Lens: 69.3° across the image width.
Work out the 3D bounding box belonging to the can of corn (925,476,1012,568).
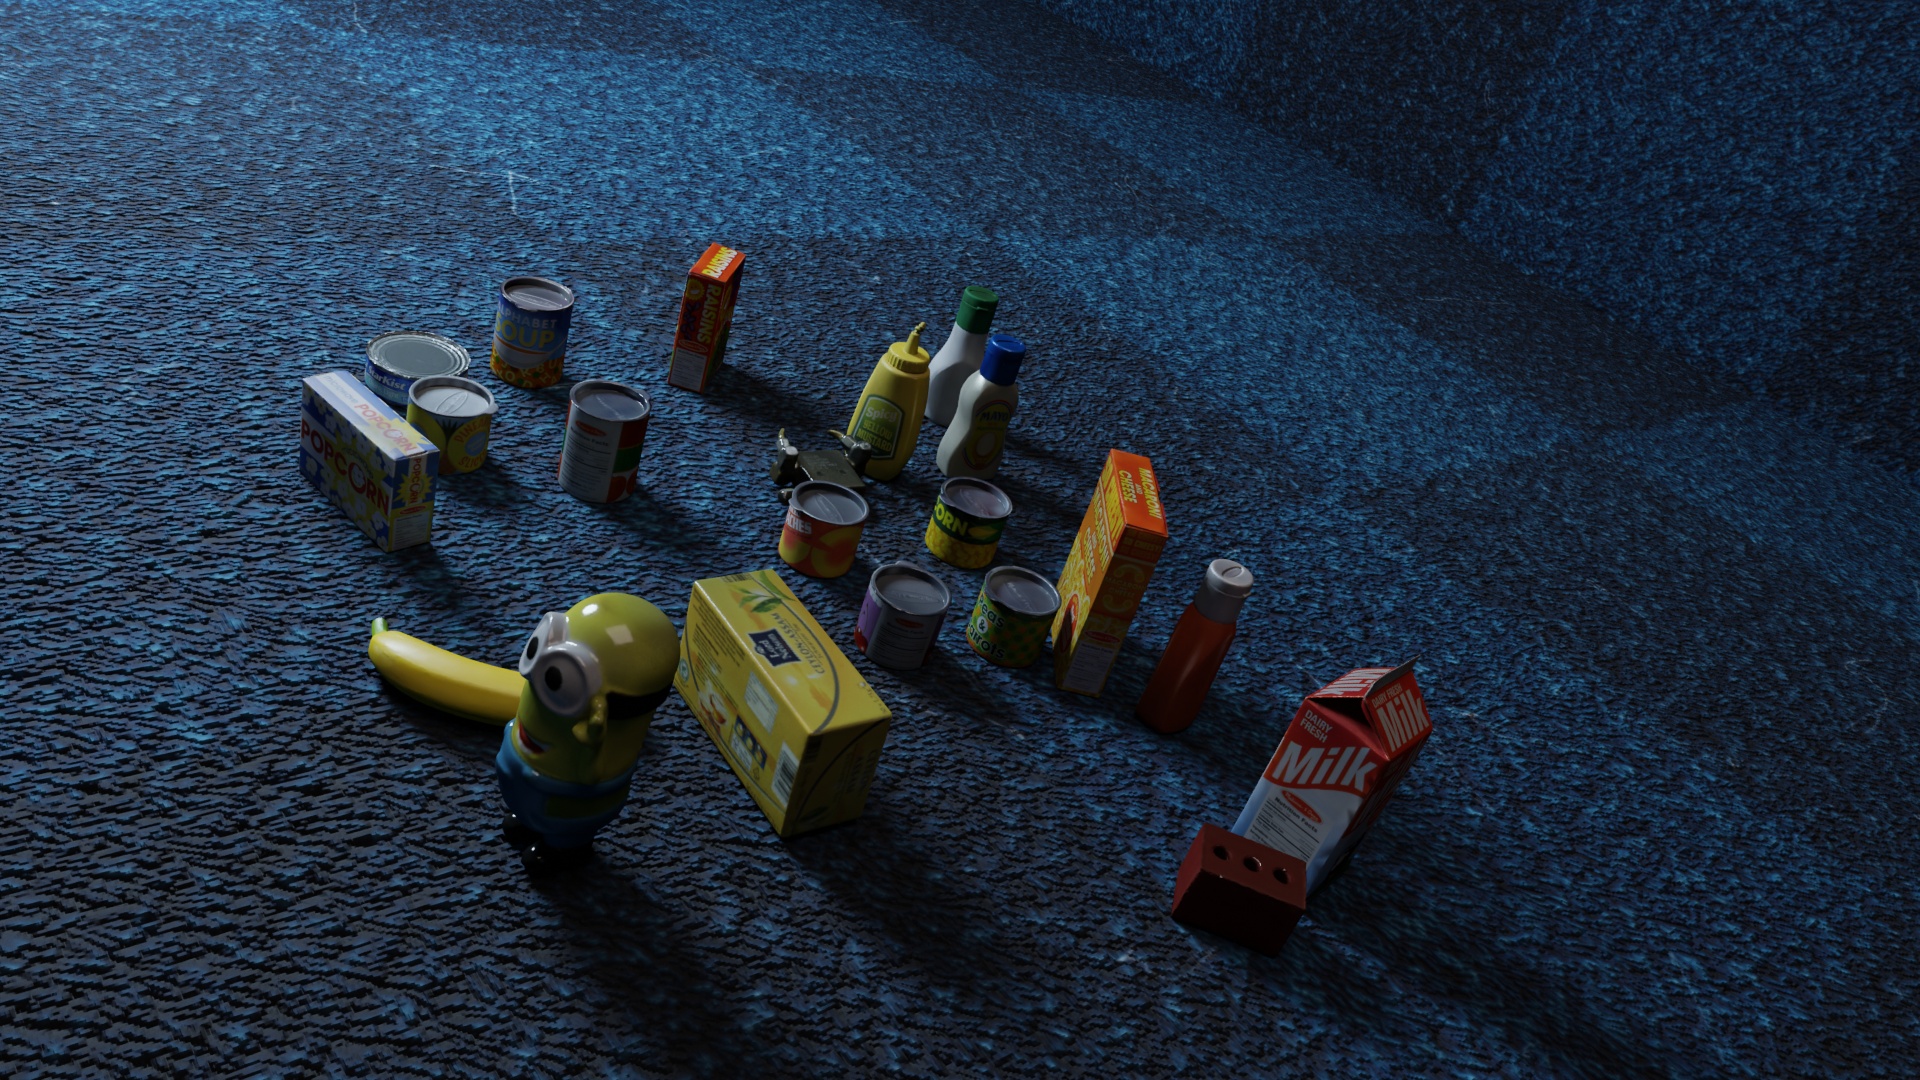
[{"bbox_3d":[0.004,-0.016,1.255,0.071,0.058,0.071,14,31,-9],"label":"can of corn"}]

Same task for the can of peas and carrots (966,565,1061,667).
[{"bbox_3d":[0.042,0.064,1.149,0.071,0.058,0.071,14,31,-9],"label":"can of peas and carrots"}]

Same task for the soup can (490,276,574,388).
[{"bbox_3d":[-0.398,-0.191,1.284,0.071,0.083,0.072,14,31,-9],"label":"soup can"}]

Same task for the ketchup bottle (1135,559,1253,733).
[{"bbox_3d":[0.191,0.085,1.112,0.043,0.148,0.065,37,35,27],"label":"ketchup bottle"}]

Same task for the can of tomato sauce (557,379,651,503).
[{"bbox_3d":[-0.299,-0.084,1.169,0.071,0.082,0.071,14,31,-9],"label":"can of tomato sauce"}]

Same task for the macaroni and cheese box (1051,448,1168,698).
[{"bbox_3d":[0.120,0.026,1.148,0.040,0.165,0.124,14,31,-9],"label":"macaroni and cheese box"}]

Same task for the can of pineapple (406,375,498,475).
[{"bbox_3d":[-0.420,-0.094,1.143,0.071,0.057,0.071,14,31,-9],"label":"can of pineapple"}]

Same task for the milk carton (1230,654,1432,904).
[{"bbox_3d":[0.269,0.163,0.991,0.073,0.189,0.072,38,35,29],"label":"milk carton"}]

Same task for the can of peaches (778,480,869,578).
[{"bbox_3d":[-0.119,-0.009,1.176,0.071,0.057,0.071,14,31,-9],"label":"can of peaches"}]

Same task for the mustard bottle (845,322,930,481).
[{"bbox_3d":[-0.062,-0.135,1.308,0.065,0.159,0.049,25,31,9],"label":"mustard bottle"}]

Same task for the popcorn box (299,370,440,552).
[{"bbox_3d":[-0.448,-0.061,1.048,0.127,0.084,0.038,35,34,25],"label":"popcorn box"}]

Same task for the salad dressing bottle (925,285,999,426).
[{"bbox_3d":[0.002,-0.191,1.444,0.064,0.146,0.044,10,32,-16],"label":"salad dressing bottle"}]

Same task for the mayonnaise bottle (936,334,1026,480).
[{"bbox_3d":[0.025,-0.128,1.357,0.065,0.147,0.041,0,36,-30],"label":"mayonnaise bottle"}]

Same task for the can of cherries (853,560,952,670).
[{"bbox_3d":[-0.046,0.060,1.107,0.071,0.058,0.072,14,31,-9],"label":"can of cherries"}]

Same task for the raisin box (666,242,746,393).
[{"bbox_3d":[-0.251,-0.220,1.373,0.040,0.122,0.086,18,31,-3],"label":"raisin box"}]
